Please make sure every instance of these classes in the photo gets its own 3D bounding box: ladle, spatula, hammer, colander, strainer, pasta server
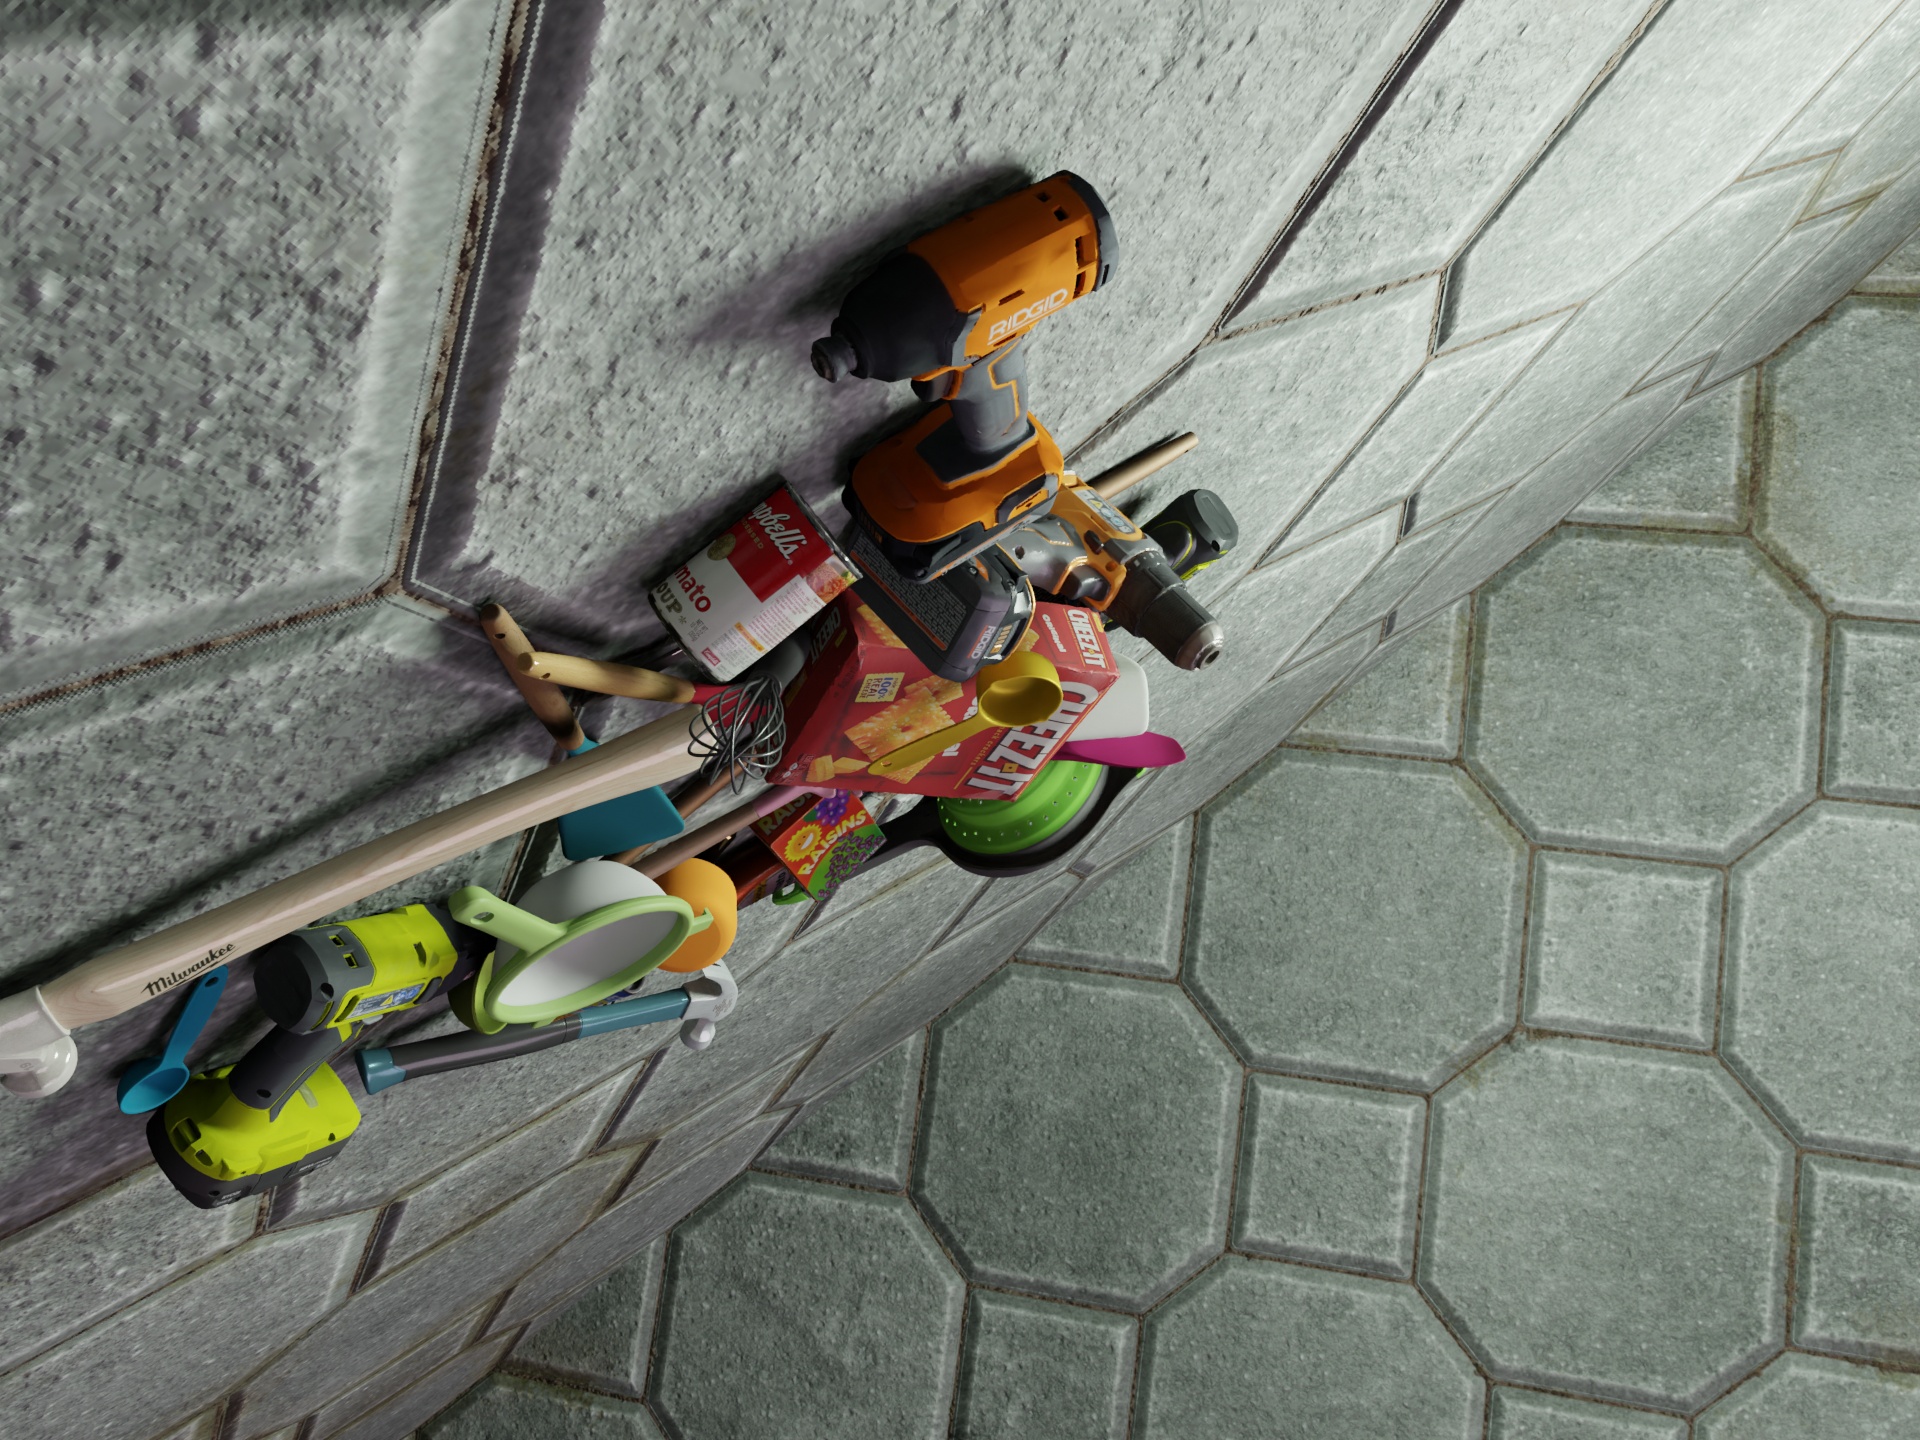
[{"bbox_3d":[-0.176,-0.021,0.950,0.069,0.031,0.315,-32,169,12],"label":"ladle"},{"bbox_3d":[-0.230,0.011,0.932,0.082,0.044,0.317,-14,160,-5],"label":"spatula"},{"bbox_3d":[-0.321,0.078,0.853,0.410,0.038,0.146,-25,160,-22],"label":"hammer"},{"bbox_3d":[-0.029,0.066,1.453,0.397,0.205,0.094,-26,134,18],"label":"colander"},{"bbox_3d":[0.056,-0.144,1.177,0.316,0.018,0.059,-31,167,-22],"label":"spatula"},{"bbox_3d":[-0.275,0.125,1.042,0.151,0.069,0.256,-31,158,0],"label":"strainer"},{"bbox_3d":[-0.244,0.109,1.169,0.320,0.062,0.078,-39,160,-5],"label":"ladle"},{"bbox_3d":[-0.179,0.087,1.222,0.316,0.040,0.060,-29,149,-5],"label":"pasta server"},{"bbox_3d":[-0.328,0.253,1.301,0.331,0.033,0.128,-6,139,-40],"label":"hammer"}]

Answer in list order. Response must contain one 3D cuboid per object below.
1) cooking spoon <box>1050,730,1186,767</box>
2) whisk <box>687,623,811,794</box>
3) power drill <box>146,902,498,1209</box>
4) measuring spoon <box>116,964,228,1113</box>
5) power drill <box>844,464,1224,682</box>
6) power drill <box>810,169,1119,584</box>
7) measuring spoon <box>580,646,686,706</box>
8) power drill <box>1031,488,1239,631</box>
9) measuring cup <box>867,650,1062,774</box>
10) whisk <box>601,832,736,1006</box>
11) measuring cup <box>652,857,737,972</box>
[{"bbox_3d":[0.036,0.027,1.336,0.318,0.069,0.017,0,119,-13],"label":"cooking spoon"},{"bbox_3d":[-0.117,-0.017,0.953,0.055,0.055,0.239,-43,-168,17],"label":"whisk"},{"bbox_3d":[-0.413,0.210,1.042,0.223,0.080,0.171,-47,163,21],"label":"power drill"},{"bbox_3d":[-0.473,0.186,0.956,0.128,0.021,0.042,-54,158,21],"label":"measuring spoon"},{"bbox_3d":[0.057,-0.087,1.035,0.226,0.185,0.084,-16,145,-48],"label":"power drill"},{"bbox_3d":[-0.008,-0.170,0.844,0.164,0.084,0.226,-32,160,-19],"label":"power drill"},{"bbox_3d":[-0.176,-0.044,0.958,0.124,0.018,0.034,-30,171,-4],"label":"measuring spoon"},{"bbox_3d":[0.104,-0.102,1.289,0.190,0.080,0.228,-36,173,37],"label":"power drill"},{"bbox_3d":[-0.002,-0.003,1.075,0.156,0.029,0.062,-26,141,27],"label":"measuring cup"},{"bbox_3d":[-0.263,0.171,1.331,0.245,0.047,0.051,-47,162,19],"label":"whisk"},{"bbox_3d":[-0.261,0.177,1.278,0.173,0.052,0.095,-25,122,2],"label":"measuring cup"}]
